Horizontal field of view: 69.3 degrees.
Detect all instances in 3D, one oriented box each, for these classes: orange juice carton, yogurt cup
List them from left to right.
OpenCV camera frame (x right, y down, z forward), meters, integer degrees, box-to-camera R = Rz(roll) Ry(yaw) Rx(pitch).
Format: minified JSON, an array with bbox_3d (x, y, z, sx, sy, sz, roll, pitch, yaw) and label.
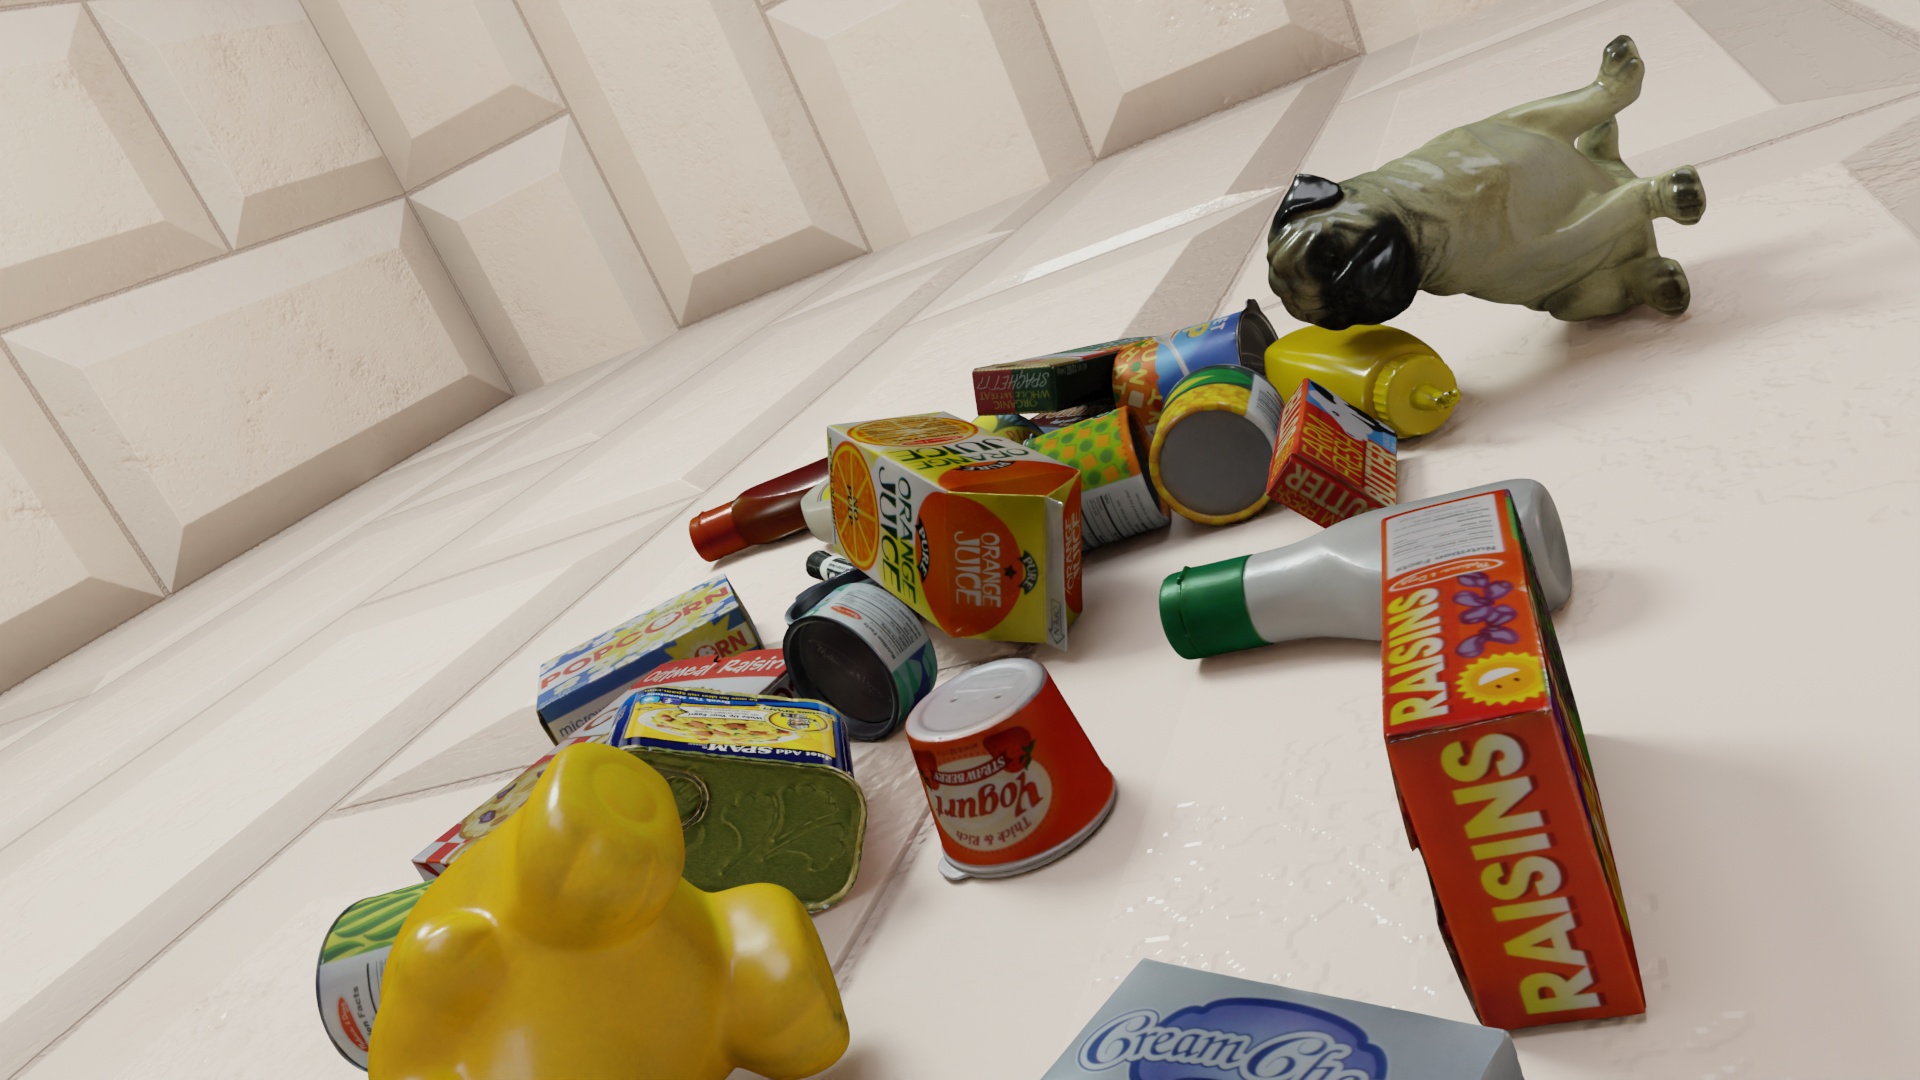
[{"bbox_3d":[0.002,-0.009,0.684,0.073,0.071,0.193,-10,20,-25],"label":"orange juice carton"},{"bbox_3d":[0.015,0.078,0.498,0.072,0.053,0.072,-22,17,7],"label":"yogurt cup"}]

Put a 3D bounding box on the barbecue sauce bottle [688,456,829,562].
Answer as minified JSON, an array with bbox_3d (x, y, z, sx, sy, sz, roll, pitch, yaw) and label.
[{"bbox_3d":[-0.127,-0.026,1.018,0.148,0.043,0.065,-21,17,14],"label":"barbecue sauce bottle"}]

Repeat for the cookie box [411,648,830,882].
[{"bbox_3d":[-0.151,0.112,0.646,0.122,0.040,0.168,-9,23,42],"label":"cookie box"}]

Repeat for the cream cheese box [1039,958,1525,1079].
[{"bbox_3d":[0.071,0.130,0.321,0.103,0.024,0.053,-6,24,46],"label":"cream cheese box"}]

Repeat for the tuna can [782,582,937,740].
[{"bbox_3d":[-0.046,0.056,0.631,0.071,0.071,0.033,-9,22,42],"label":"tuna can"}]

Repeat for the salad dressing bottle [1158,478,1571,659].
[{"bbox_3d":[0.148,0.015,0.525,0.147,0.044,0.064,-14,22,33],"label":"salad dressing bottle"}]

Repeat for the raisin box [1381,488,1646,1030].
[{"bbox_3d":[0.139,0.050,0.360,0.040,0.086,0.124,-16,19,22],"label":"raisin box"}]

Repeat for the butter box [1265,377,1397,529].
[{"bbox_3d":[0.170,-0.036,0.629,0.024,0.053,0.104,-59,-1,30],"label":"butter box"}]

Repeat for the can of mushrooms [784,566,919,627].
[{"bbox_3d":[-0.059,0.041,0.744,0.071,0.033,0.071,-23,18,8],"label":"can of mushrooms"}]

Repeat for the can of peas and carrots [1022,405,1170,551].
[{"bbox_3d":[0.071,-0.033,0.725,0.058,0.070,0.071,-18,18,18],"label":"can of peas and carrots"}]

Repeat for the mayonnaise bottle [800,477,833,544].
[{"bbox_3d":[-0.056,-0.017,0.896,0.065,0.041,0.148,-28,17,-15],"label":"mayonnaise bottle"}]

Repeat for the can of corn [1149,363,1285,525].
[{"bbox_3d":[0.128,-0.047,0.697,0.071,0.071,0.058,-18,19,22],"label":"can of corn"}]

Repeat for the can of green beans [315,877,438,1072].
[{"bbox_3d":[-0.193,0.160,0.519,0.058,0.071,0.071,-19,18,17],"label":"can of green beans"}]

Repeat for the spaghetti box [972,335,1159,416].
[{"bbox_3d":[0.085,-0.106,0.869,0.050,0.028,0.251,1,11,27],"label":"spaghetti box"}]

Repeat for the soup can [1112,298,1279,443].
[{"bbox_3d":[0.141,-0.097,0.817,0.083,0.071,0.072,-12,21,35],"label":"soup can"}]

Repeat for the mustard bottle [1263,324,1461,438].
[{"bbox_3d":[0.210,-0.080,0.711,0.065,0.048,0.160,-20,17,-5],"label":"mustard bottle"}]

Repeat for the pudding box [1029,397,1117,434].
[{"bbox_3d":[0.082,-0.071,0.890,0.050,0.030,0.084,-30,18,-19],"label":"pudding box"}]

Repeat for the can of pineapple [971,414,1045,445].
[{"bbox_3d":[0.017,-0.035,0.809,0.071,0.071,0.058,-10,23,40],"label":"can of pineapple"}]

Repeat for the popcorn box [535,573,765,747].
[{"bbox_3d":[-0.181,0.071,0.810,0.127,0.038,0.085,-27,17,-9],"label":"popcorn box"}]
